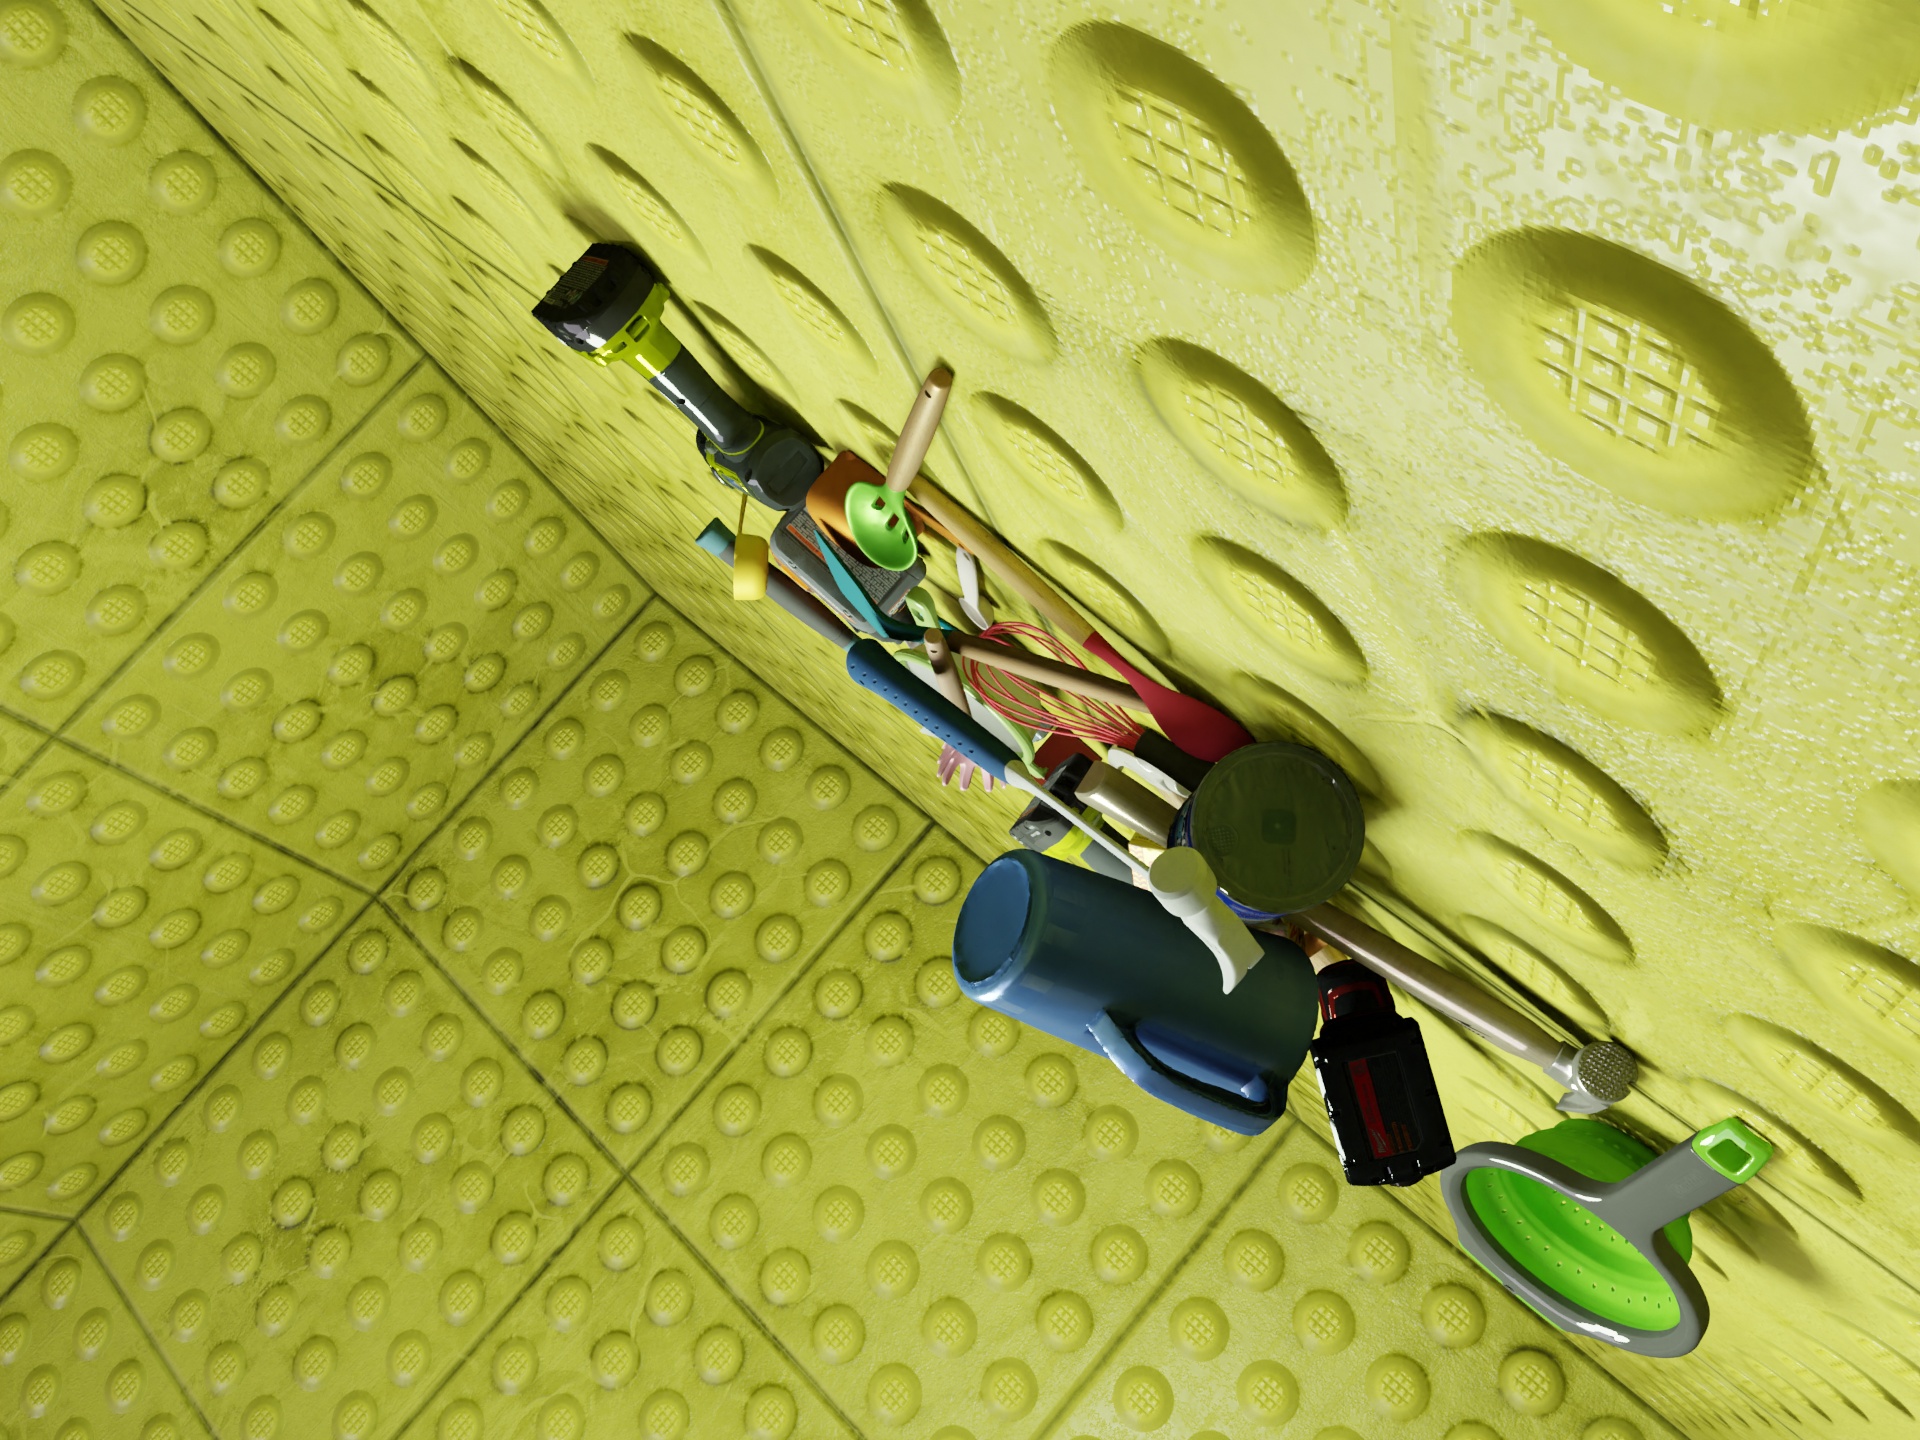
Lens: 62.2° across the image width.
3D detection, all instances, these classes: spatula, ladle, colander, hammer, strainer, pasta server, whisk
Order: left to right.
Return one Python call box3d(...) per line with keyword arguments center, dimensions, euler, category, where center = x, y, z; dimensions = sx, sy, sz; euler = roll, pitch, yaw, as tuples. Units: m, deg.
box3d(center=(-0.119, -0.086, 1.505), dimensions=(0.330, 0.033, 0.128), euler=(38, -170, -30), category="hammer")
box3d(center=(-0.002, -0.004, 1.246), dimensions=(0.060, 0.040, 0.316), euler=(3, 163, 7), category="pasta server")
box3d(center=(0.007, -0.056, 1.328), dimensions=(0.152, 0.069, 0.256), euler=(31, 163, 26), category="strainer")
box3d(center=(0.020, -0.061, 1.158), dimensions=(0.318, 0.044, 0.082), euler=(19, 154, 25), category="spatula")
box3d(center=(0.046, 0.044, 1.049), dimensions=(0.406, 0.035, 0.143), euler=(37, 170, 46), category="hammer")
box3d(center=(0.068, -0.073, 1.068), dimensions=(0.315, 0.031, 0.069), euler=(42, 165, 10), category="ladle")
box3d(center=(0.118, 0.006, 1.161), dimensions=(0.296, 0.073, 0.073), euler=(32, 169, 28), category="whisk")
box3d(center=(0.229, 0.116, 1.314), dimensions=(0.331, 0.031, 0.130), euler=(46, 171, -32), category="hammer")
box3d(center=(0.277, 0.197, 1.334), dimensions=(0.081, 0.041, 0.322), euler=(48, 167, 12), category="spatula")
box3d(center=(0.261, 0.147, 1.110), dimensions=(0.411, 0.038, 0.146), euler=(31, 171, 18), category="hammer")
box3d(center=(0.477, 0.325, 1.118), dimensions=(0.205, 0.094, 0.396), euler=(39, 154, 18), category="colander")

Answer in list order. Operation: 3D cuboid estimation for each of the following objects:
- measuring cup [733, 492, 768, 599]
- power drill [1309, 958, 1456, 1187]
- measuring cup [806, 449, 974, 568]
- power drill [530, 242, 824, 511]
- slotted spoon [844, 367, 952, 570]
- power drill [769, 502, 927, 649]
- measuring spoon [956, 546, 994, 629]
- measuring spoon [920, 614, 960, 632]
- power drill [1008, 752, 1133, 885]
box3d(center=(-0.175, -0.177, 1.369), dimensions=(0.029, 0.157, 0.062), euler=(5, 161, -4), category="measuring cup")
box3d(center=(0.327, 0.292, 1.234), dimensions=(0.226, 0.080, 0.188), euler=(-5, -101, -79), category="power drill")
box3d(center=(-0.053, -0.140, 1.185), dimensions=(0.174, 0.052, 0.095), euler=(37, 171, 47), category="measuring cup")
box3d(center=(-0.222, -0.264, 1.253), dimensions=(0.228, 0.080, 0.191), euler=(43, 175, -32), category="power drill")
box3d(center=(-0.035, -0.159, 1.011), dimensions=(0.070, 0.031, 0.313), euler=(49, 167, 1), category="slotted spoon")
box3d(center=(-0.088, -0.123, 1.378), dimensions=(0.164, 0.084, 0.226), euler=(42, 177, -3), category="power drill")
box3d(center=(0.012, -0.107, 1.222), dimensions=(0.034, 0.018, 0.124), euler=(44, 167, 19), category="measuring spoon")
box3d(center=(-0.020, -0.081, 1.478), dimensions=(0.129, 0.021, 0.042), euler=(37, 172, 38), category="measuring spoon")
box3d(center=(0.158, 0.127, 1.338), dimensions=(0.223, 0.080, 0.171), euler=(37, 168, 0), category="power drill")
